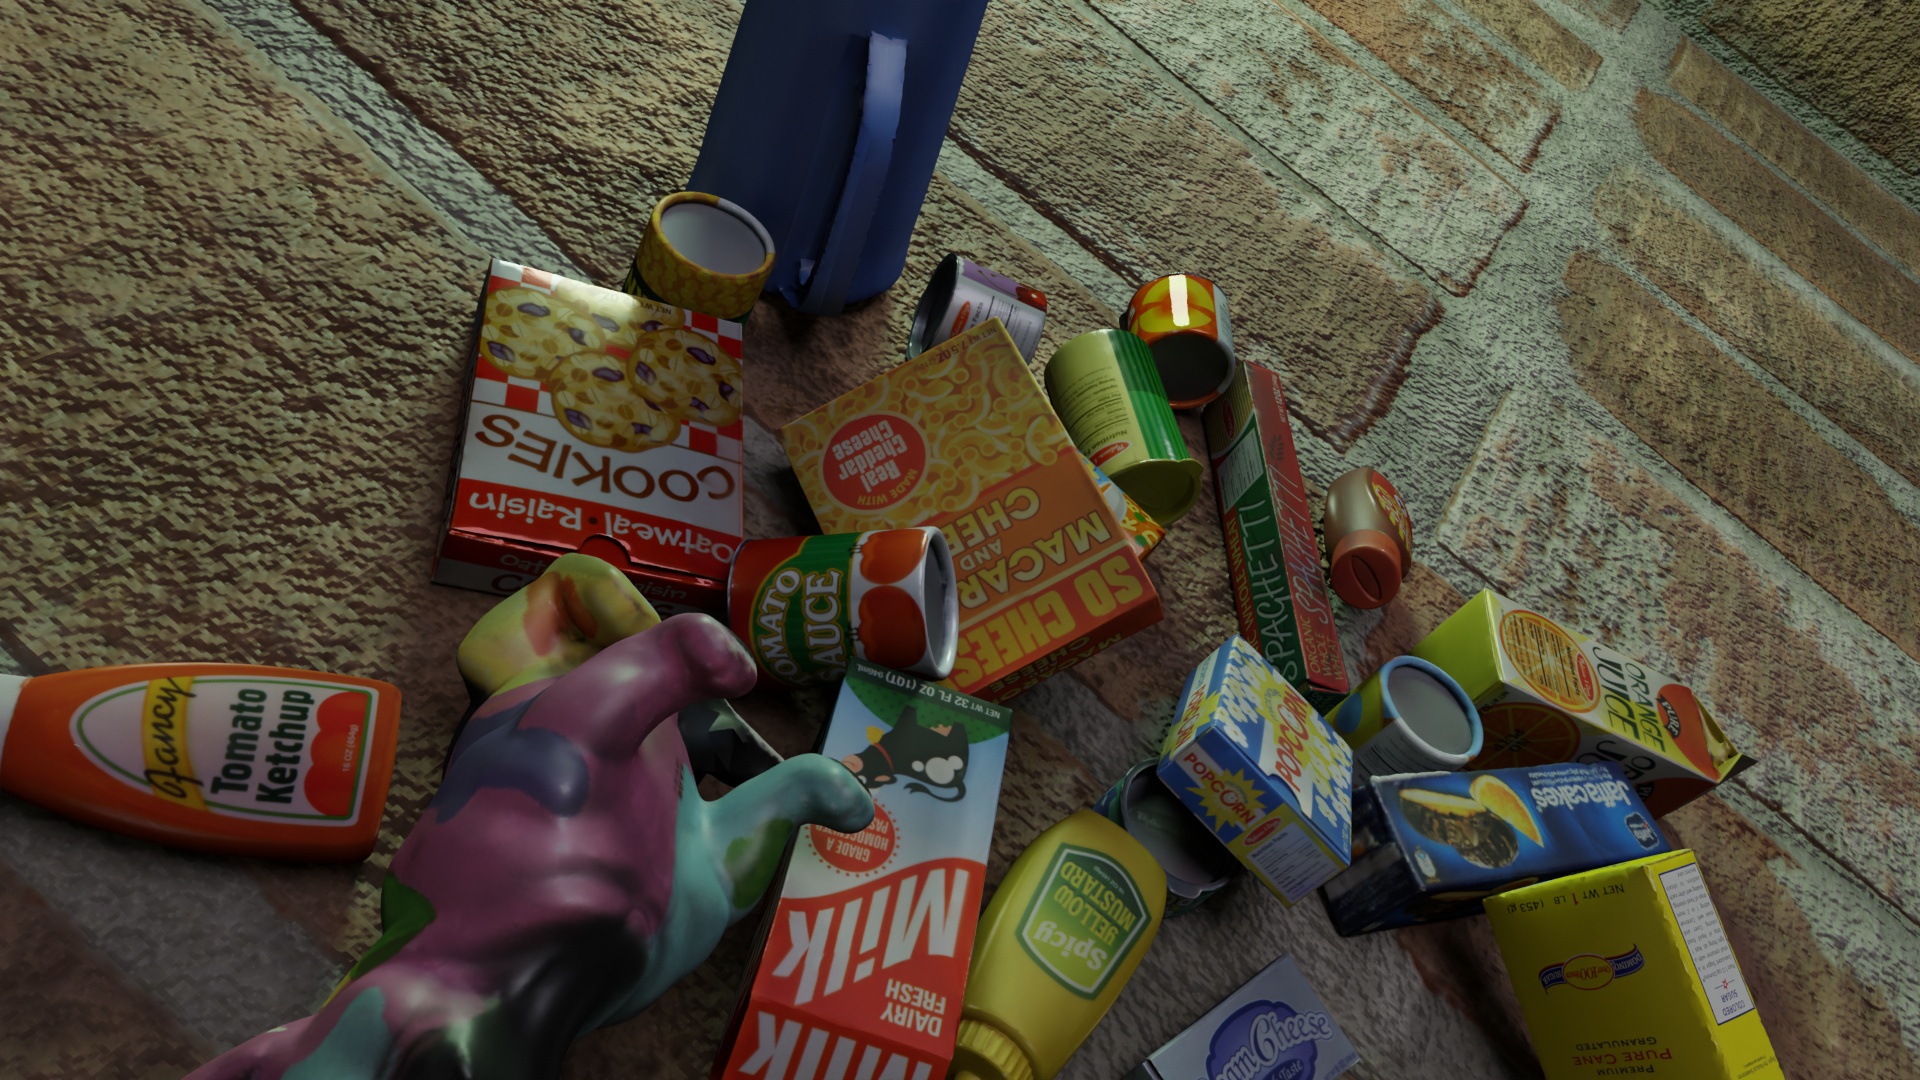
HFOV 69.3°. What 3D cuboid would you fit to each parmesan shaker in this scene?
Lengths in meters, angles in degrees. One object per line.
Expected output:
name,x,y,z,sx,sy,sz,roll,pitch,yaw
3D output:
parmesan shaker,0.092,-0.063,0.787,0.071,0.071,0.103,9,48,-27

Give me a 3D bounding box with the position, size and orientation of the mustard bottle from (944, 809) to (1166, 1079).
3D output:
mustard bottle,0.028,0.176,0.548,0.065,0.048,0.161,38,42,5

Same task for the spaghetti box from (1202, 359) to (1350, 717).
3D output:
spaghetti box,0.178,-0.002,0.803,0.029,0.050,0.251,17,46,-18

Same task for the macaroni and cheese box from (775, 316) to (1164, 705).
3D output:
macaroni and cheese box,0.002,-0.008,0.653,0.124,0.040,0.167,-28,64,0

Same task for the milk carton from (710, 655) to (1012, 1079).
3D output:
milk carton,-0.037,0.144,0.512,0.072,0.073,0.191,19,44,-6

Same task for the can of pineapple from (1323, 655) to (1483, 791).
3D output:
can of pineapple,0.233,0.102,0.740,0.071,0.057,0.071,18,45,-19

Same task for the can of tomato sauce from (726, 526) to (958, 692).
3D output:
can of tomato sauce,-0.048,0.030,0.587,0.083,0.070,0.071,-4,45,12

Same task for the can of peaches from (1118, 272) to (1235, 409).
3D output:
can of peaches,0.136,-0.125,0.876,0.071,0.071,0.058,20,45,-17

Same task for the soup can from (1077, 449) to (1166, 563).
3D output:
soup can,0.054,-0.009,0.714,0.084,0.071,0.072,44,43,8

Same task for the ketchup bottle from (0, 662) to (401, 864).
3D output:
ketchup bottle,-0.267,0.069,0.457,0.149,0.043,0.065,11,58,-24

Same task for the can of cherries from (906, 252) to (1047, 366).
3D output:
can of cherries,0.009,-0.123,0.791,0.058,0.071,0.072,20,45,-18

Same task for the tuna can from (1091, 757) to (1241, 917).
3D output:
tuna can,0.093,0.138,0.635,0.071,0.032,0.071,18,45,-19

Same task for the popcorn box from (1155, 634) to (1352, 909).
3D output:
popcorn box,0.141,0.103,0.653,0.085,0.038,0.127,46,22,0

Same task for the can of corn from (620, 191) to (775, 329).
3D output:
can of corn,-0.136,-0.135,0.712,0.071,0.058,0.071,18,45,-19

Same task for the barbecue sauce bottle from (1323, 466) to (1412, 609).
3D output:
barbecue sauce bottle,0.236,0.002,0.805,0.065,0.043,0.149,60,22,-4

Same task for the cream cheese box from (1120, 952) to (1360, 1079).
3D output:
cream cheese box,0.120,0.221,0.585,0.104,0.024,0.053,-18,63,-42

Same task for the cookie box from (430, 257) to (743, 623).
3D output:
cookie box,-0.162,-0.046,0.629,0.123,0.040,0.168,13,47,-23

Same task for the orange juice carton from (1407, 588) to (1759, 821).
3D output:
orange juice carton,0.363,0.109,0.807,0.193,0.071,0.073,24,44,-12
